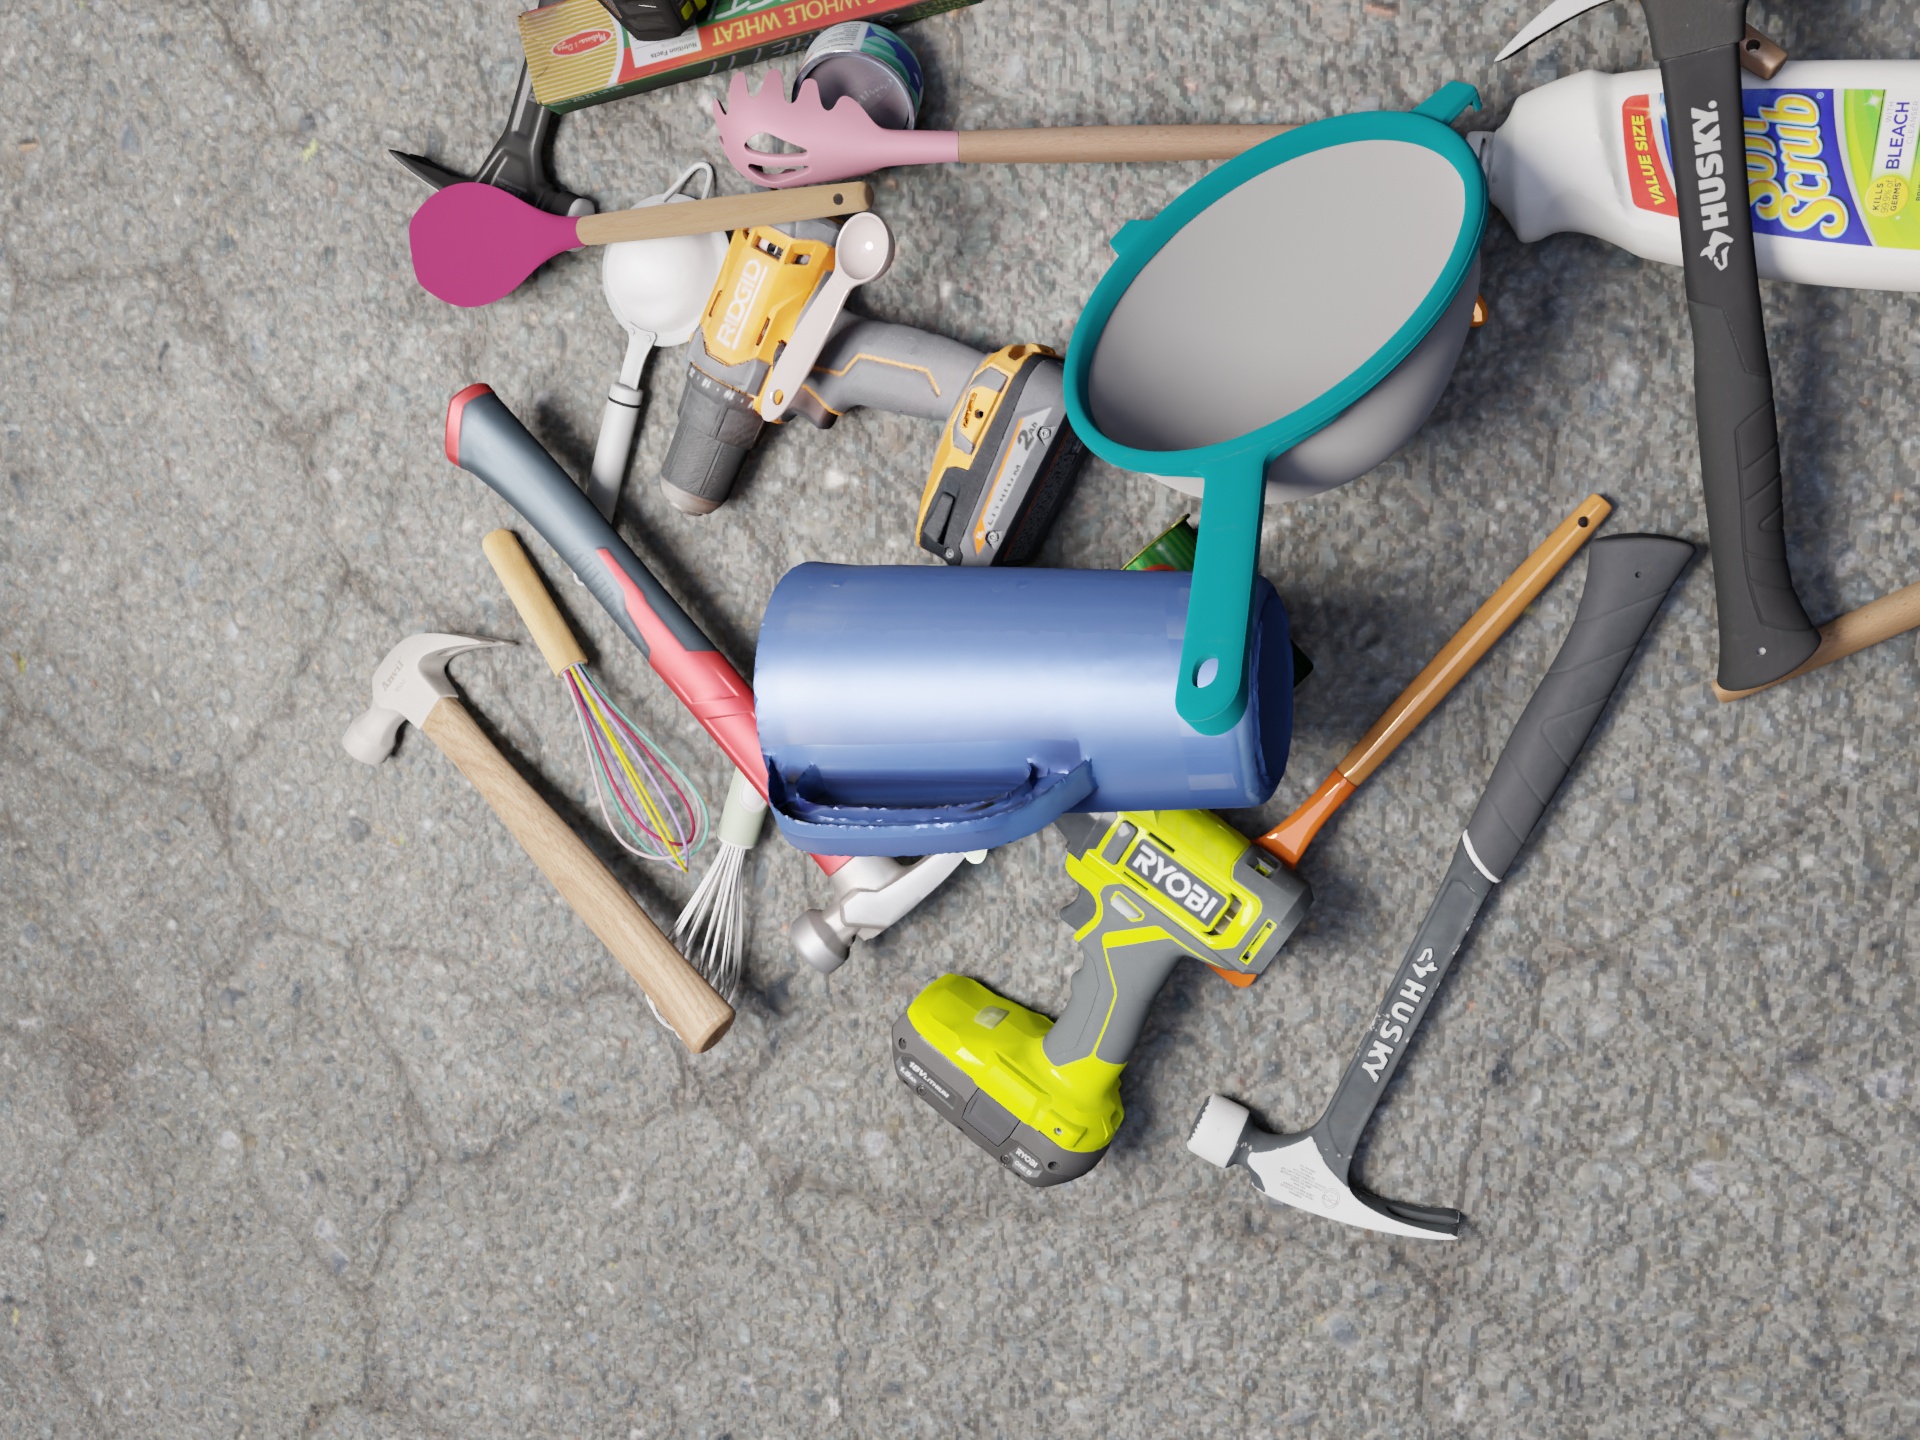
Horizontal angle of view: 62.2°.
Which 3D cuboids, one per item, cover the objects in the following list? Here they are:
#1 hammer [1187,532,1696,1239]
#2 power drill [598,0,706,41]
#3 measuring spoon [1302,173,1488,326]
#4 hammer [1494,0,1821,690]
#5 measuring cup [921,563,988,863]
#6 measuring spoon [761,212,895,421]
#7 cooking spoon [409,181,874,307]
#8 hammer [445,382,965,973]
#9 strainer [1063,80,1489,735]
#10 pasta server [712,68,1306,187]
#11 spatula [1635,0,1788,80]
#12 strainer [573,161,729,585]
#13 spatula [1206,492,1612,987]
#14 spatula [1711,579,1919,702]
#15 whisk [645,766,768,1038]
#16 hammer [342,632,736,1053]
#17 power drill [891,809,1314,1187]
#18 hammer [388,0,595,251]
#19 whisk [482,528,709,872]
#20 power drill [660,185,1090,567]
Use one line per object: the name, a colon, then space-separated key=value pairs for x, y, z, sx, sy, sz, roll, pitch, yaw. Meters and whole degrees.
hammer: x=0.266 y=0.091 z=0.825 sx=0.149 sy=0.036 sz=0.409 roll=26 pitch=107 yaw=11
power drill: x=-0.110 y=-0.458 z=0.796 sx=0.228 sy=0.080 sz=0.190 roll=-43 pitch=85 yaw=1
measuring spoon: x=0.216 y=-0.235 z=0.790 sx=0.117 sy=0.011 sz=0.021 roll=43 pitch=111 yaw=7
hammer: x=0.332 y=-0.171 z=0.701 sx=0.146 sy=0.035 sz=0.334 roll=-5 pitch=111 yaw=28
measuring cup: x=-0.001 y=-0.003 z=0.874 sx=0.083 sy=0.038 sz=0.168 roll=-17 pitch=77 yaw=22
measuring spoon: x=-0.068 y=-0.204 z=0.818 sx=0.034 sy=0.018 sz=0.124 roll=50 pitch=121 yaw=24
cooking spoon: x=-0.185 y=-0.270 z=0.869 sx=0.319 sy=0.017 sz=0.068 roll=3 pitch=105 yaw=29
hammer: x=-0.146 y=-0.046 z=0.904 sx=0.143 sy=0.038 sz=0.386 roll=-40 pitch=90 yaw=8
strainer: x=0.148 y=-0.122 z=0.716 sx=0.211 sy=0.341 sz=0.095 roll=-13 pitch=141 yaw=36
pasta server: x=0.027 y=-0.297 z=0.810 sx=0.316 sy=0.040 sz=0.060 roll=1 pitch=143 yaw=6
spatula: x=0.241 y=-0.382 z=0.726 sx=0.316 sy=0.018 sz=0.059 roll=44 pitch=111 yaw=18
strainer: x=-0.193 y=-0.197 z=0.925 sx=0.087 sy=0.050 sz=0.258 roll=26 pitch=111 yaw=19
spatula: x=0.219 y=0.010 z=0.833 sx=0.081 sy=0.041 sz=0.322 roll=42 pitch=106 yaw=9
spatula: x=0.494 y=-0.081 z=0.708 sx=0.317 sy=0.044 sz=0.082 roll=-29 pitch=94 yaw=23
whisk: x=-0.137 y=0.079 z=0.956 sx=0.057 sy=0.059 sz=0.246 roll=13 pitch=103 yaw=-23
hammer: x=-0.250 y=0.070 z=0.968 sx=0.331 sy=0.031 sz=0.130 roll=44 pitch=110 yaw=18
power drill: x=0.062 y=0.127 z=0.868 sx=0.171 sy=0.080 sz=0.223 roll=36 pitch=114 yaw=13
hammer: x=-0.218 y=-0.445 z=0.887 sx=0.127 sy=0.034 sz=0.336 roll=26 pitch=108 yaw=11
whisk: x=-0.222 y=-0.015 z=0.956 sx=0.051 sy=0.047 sz=0.245 roll=-36 pitch=78 yaw=21
power drill: x=-0.055 y=-0.160 z=0.864 sx=0.226 sy=0.084 sz=0.185 roll=32 pitch=109 yaw=15
